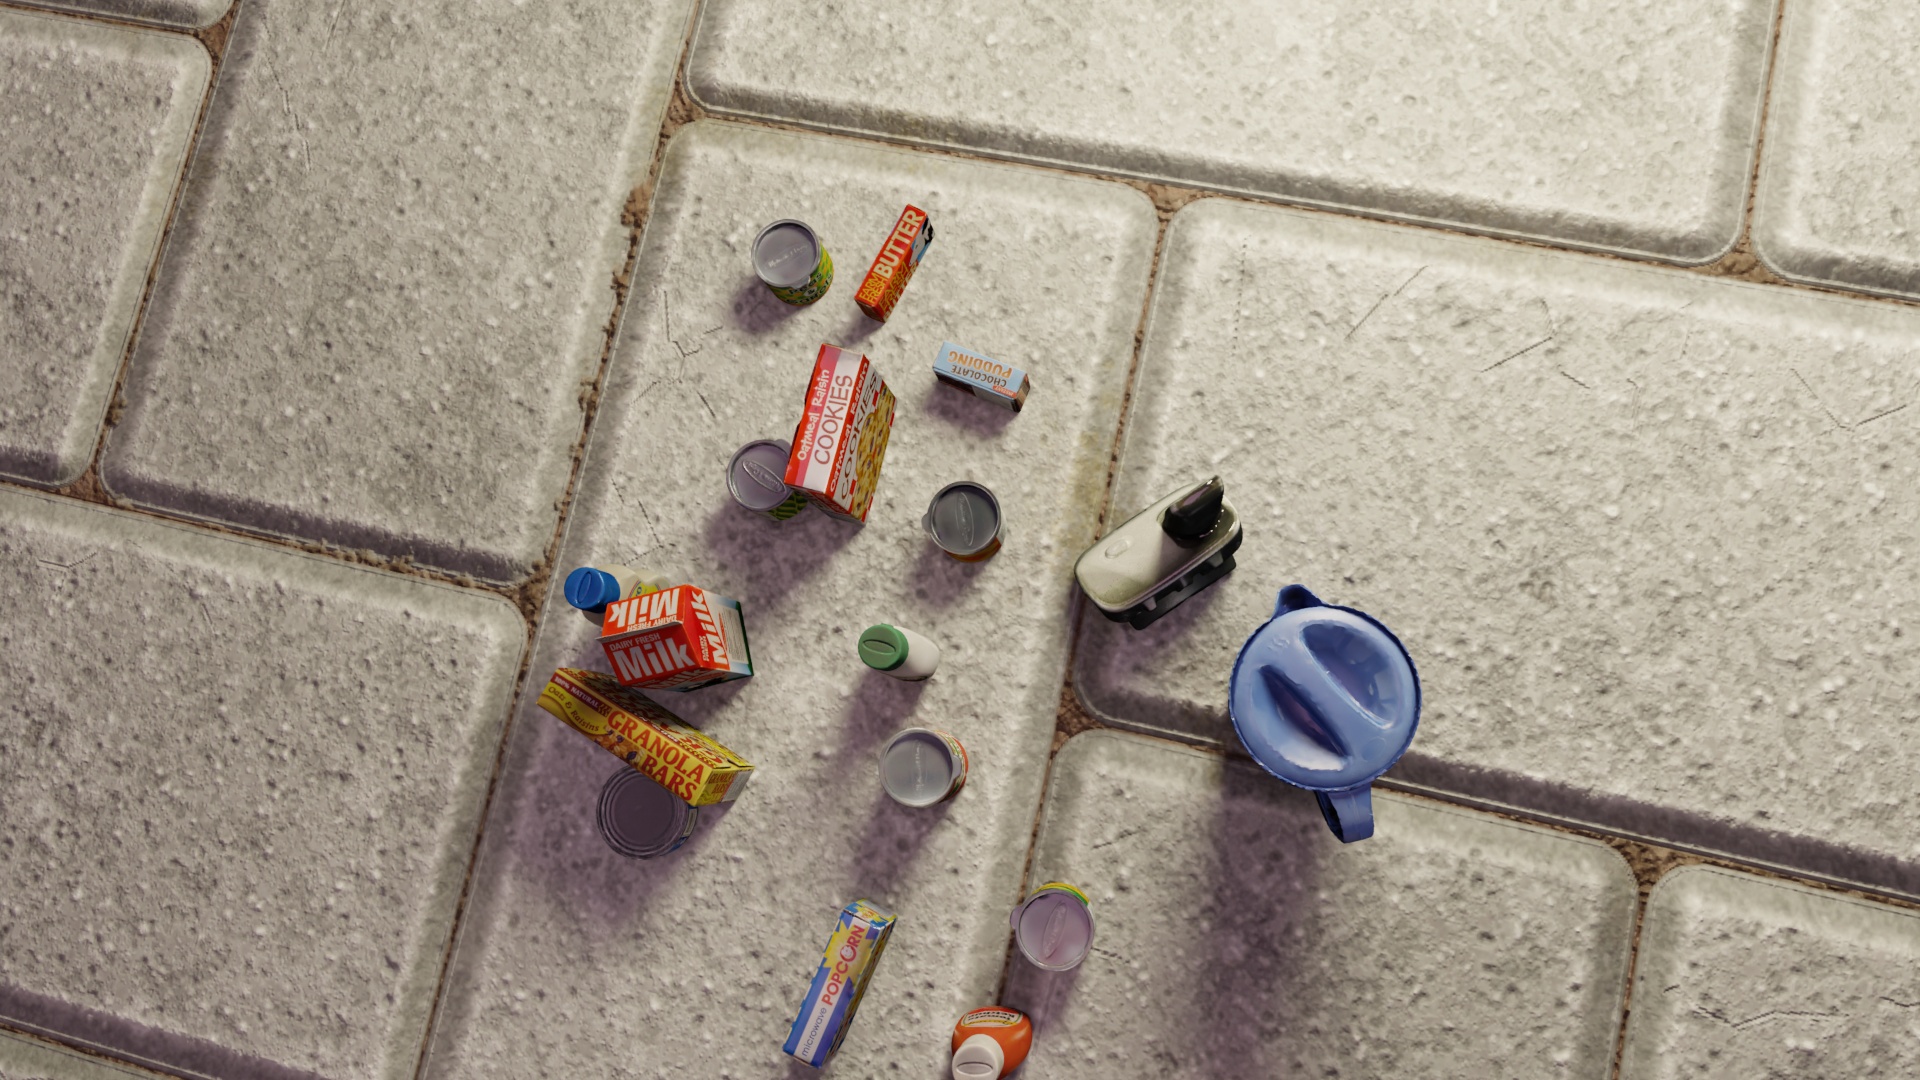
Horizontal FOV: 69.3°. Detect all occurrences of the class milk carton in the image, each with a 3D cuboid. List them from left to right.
[{"bbox_3d":[-0.243,0.085,1.189,0.072,0.190,0.073,-14,80,6],"label":"milk carton"}]

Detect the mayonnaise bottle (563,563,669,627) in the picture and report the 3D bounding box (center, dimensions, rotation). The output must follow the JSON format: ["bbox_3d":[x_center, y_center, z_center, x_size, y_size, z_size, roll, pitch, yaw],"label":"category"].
[{"bbox_3d":[-0.302,0.051,1.224,0.041,0.148,0.065,16,84,10],"label":"mayonnaise bottle"}]

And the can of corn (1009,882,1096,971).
[{"bbox_3d":[0.079,0.325,1.175,0.071,0.058,0.071,-1,81,8],"label":"can of corn"}]

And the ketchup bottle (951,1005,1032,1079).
[{"bbox_3d":[0.021,0.411,1.122,0.065,0.148,0.043,-3,81,7],"label":"ketchup bottle"}]

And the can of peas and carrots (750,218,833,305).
[{"bbox_3d":[-0.155,-0.257,1.300,0.071,0.058,0.071,-1,81,8],"label":"can of peas and carrots"}]

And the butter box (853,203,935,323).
[{"bbox_3d":[-0.060,-0.256,1.289,0.024,0.053,0.103,28,86,11],"label":"butter box"}]

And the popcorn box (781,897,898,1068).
[{"bbox_3d":[-0.101,0.373,1.177,0.038,0.085,0.127,23,85,11],"label":"popcorn box"}]

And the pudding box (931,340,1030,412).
[{"bbox_3d":[0.019,-0.149,1.263,0.084,0.049,0.030,22,85,10],"label":"pudding box"}]

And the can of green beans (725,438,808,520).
[{"bbox_3d":[-0.174,-0.054,1.270,0.071,0.058,0.071,-1,81,8],"label":"can of green beans"}]

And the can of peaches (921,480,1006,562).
[{"bbox_3d":[0.004,-0.016,1.240,0.071,0.058,0.071,-1,81,8],"label":"can of peaches"}]

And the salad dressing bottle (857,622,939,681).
[{"bbox_3d":[-0.056,0.095,1.184,0.064,0.147,0.044,13,84,10],"label":"salad dressing bottle"}]

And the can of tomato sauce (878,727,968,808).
[{"bbox_3d":[-0.029,0.195,1.197,0.071,0.083,0.071,-1,81,8],"label":"can of tomato sauce"}]

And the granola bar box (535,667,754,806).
[{"bbox_3d":[-0.271,0.170,1.213,0.166,0.124,0.039,30,87,11],"label":"granola bar box"}]

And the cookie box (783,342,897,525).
[{"bbox_3d":[-0.102,-0.088,1.210,0.040,0.167,0.123,13,83,10],"label":"cookie box"}]
